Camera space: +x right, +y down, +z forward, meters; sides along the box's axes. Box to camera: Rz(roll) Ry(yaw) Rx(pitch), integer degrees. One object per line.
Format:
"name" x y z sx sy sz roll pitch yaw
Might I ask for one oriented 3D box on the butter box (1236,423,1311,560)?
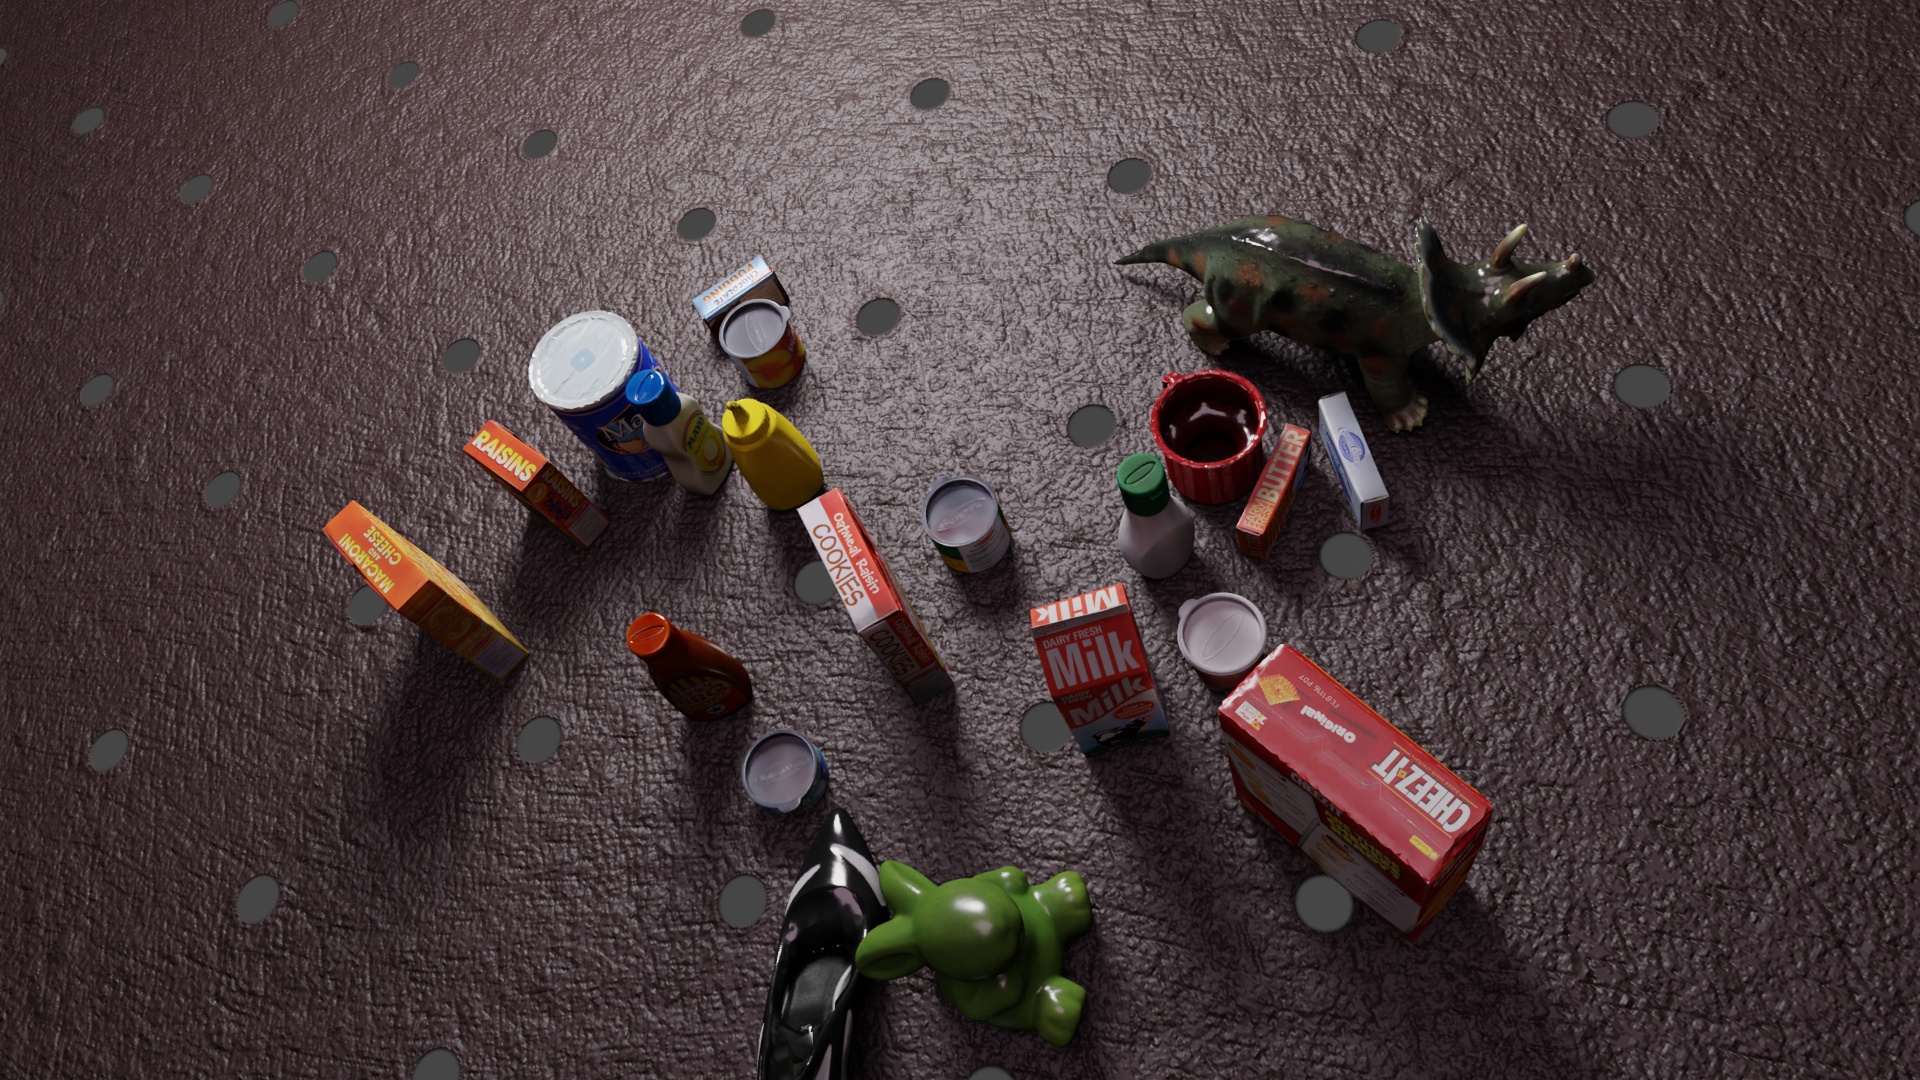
"butter box" 0.257 -0.039 1.135 0.024 0.053 0.104 21 71 23

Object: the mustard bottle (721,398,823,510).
"mustard bottle" -0.169 -0.083 1.205 0.065 0.159 0.049 -31 61 -1

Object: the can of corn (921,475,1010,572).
"can of corn" 0.004 -0.015 1.185 0.071 0.058 0.071 -6 63 12

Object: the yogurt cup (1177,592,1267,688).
"yogurt cup" 0.206 0.082 1.087 0.072 0.053 0.072 -6 63 12

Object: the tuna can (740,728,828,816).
"tuna can" -0.142 0.192 1.133 0.071 0.032 0.071 -6 63 12

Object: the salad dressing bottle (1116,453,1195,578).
"salad dressing bottle" 0.151 -0.019 1.098 0.064 0.147 0.044 -36 61 -4

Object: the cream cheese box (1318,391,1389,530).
"cream cheese box" 0.319 -0.064 1.132 0.024 0.053 0.104 -17 61 6

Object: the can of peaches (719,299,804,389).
"can of peaches" -0.185 -0.187 1.320 0.071 0.058 0.071 -6 63 12

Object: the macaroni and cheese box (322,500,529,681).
"macaroni and cheese box" -0.464 0.047 1.212 0.124 0.166 0.040 38 79 27

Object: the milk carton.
"milk carton" 0.102 0.092 1.031 0.072 0.190 0.074 -16 62 6

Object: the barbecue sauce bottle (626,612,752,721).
"barbecue sauce bottle" -0.224 0.103 1.133 0.065 0.148 0.044 -21 61 4

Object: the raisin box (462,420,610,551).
"raisin box" -0.383 -0.049 1.264 0.086 0.123 0.040 32 76 26

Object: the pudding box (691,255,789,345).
"pudding box" -0.214 -0.234 1.355 0.084 0.049 0.030 -35 61 -4

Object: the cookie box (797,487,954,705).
"cookie box" -0.065 0.047 1.109 0.040 0.167 0.123 -30 61 -1

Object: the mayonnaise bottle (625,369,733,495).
"mayonnaise bottle" -0.251 -0.099 1.241 0.041 0.147 0.065 13 68 20
